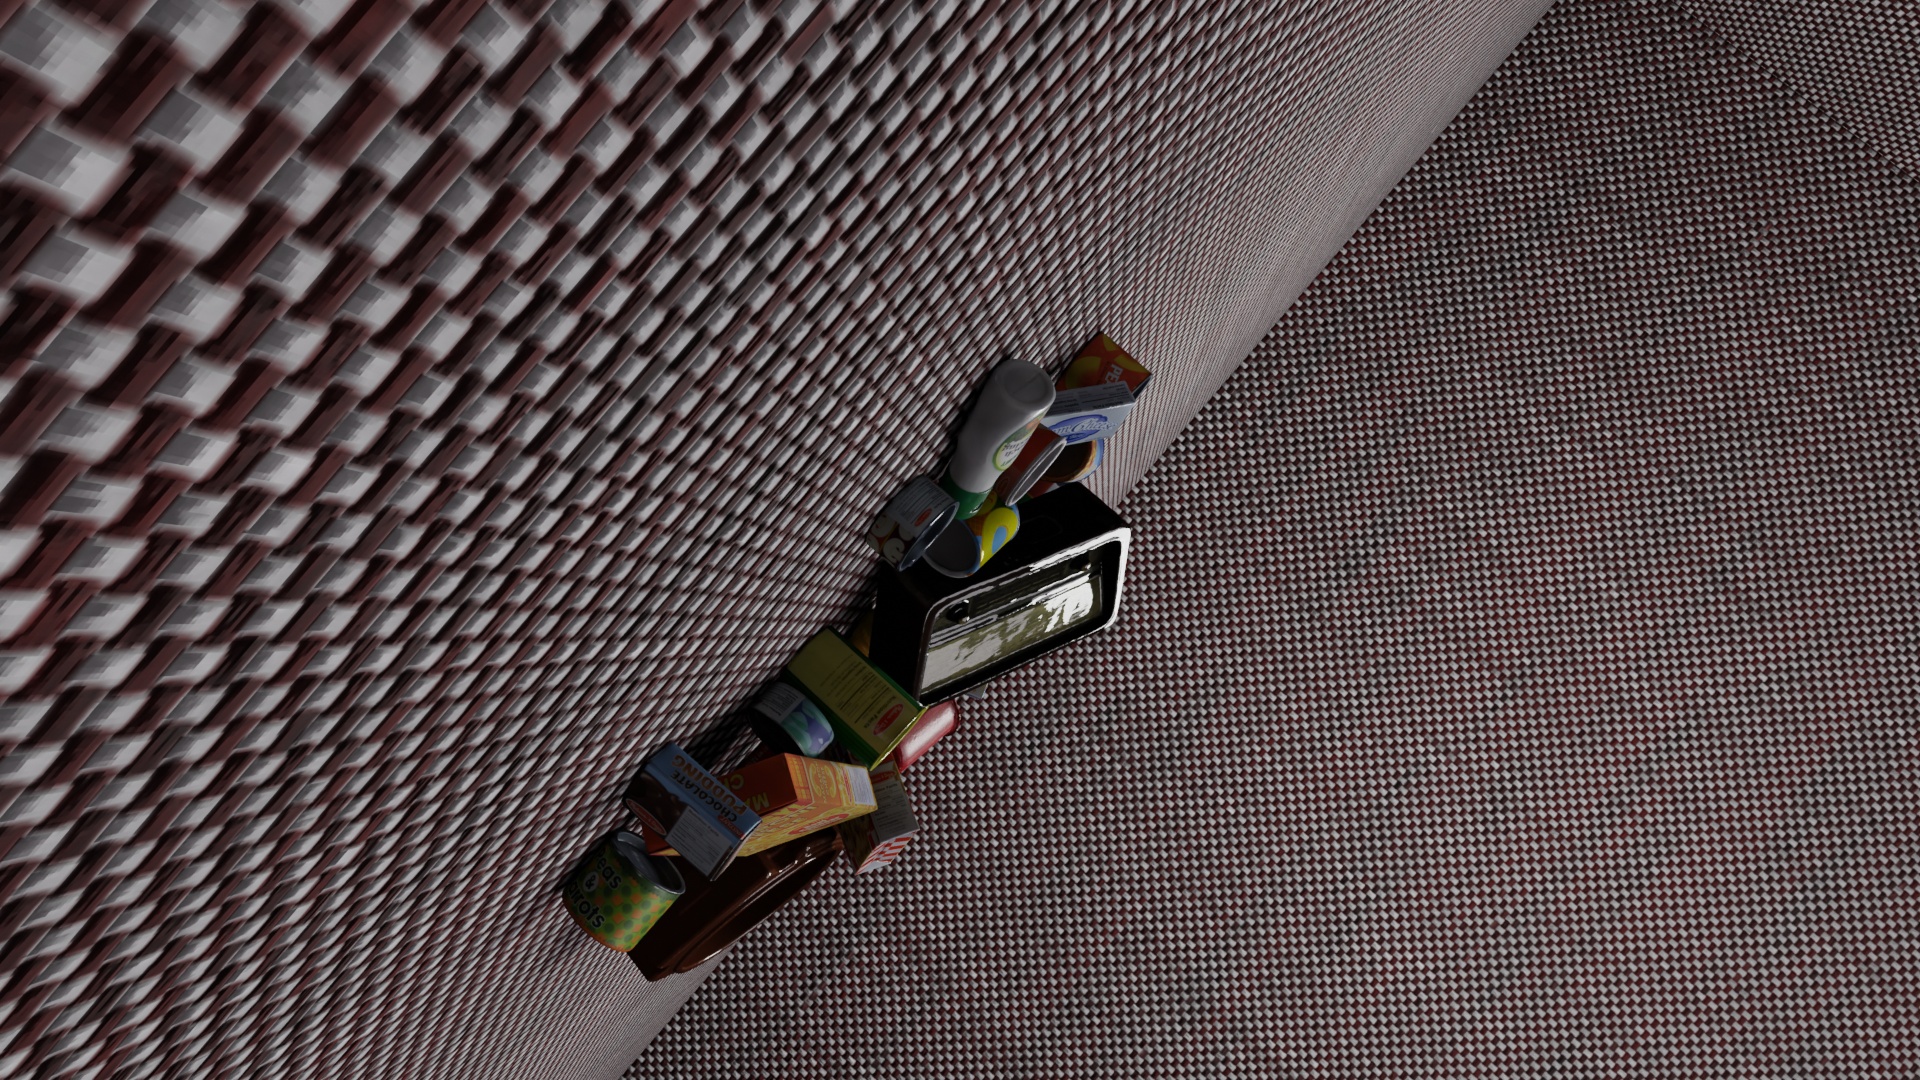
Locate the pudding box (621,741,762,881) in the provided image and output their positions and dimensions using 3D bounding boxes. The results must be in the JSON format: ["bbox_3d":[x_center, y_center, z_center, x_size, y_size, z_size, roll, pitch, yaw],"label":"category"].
[{"bbox_3d":[-0.180,0.181,0.928,0.049,0.084,0.030,-54,174,33],"label":"pudding box"}]

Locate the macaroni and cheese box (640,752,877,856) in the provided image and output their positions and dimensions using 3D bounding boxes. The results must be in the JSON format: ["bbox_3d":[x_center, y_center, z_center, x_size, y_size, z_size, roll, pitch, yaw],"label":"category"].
[{"bbox_3d":[-0.150,0.205,1.060,0.123,0.040,0.166,-21,163,11],"label":"macaroni and cheese box"}]

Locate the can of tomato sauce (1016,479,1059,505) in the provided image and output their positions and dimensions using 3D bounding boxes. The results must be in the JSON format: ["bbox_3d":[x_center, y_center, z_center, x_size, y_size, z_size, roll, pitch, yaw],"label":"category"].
[{"bbox_3d":[0.053,-0.025,1.336,0.083,0.071,0.071,-46,172,-16],"label":"can of tomato sauce"}]

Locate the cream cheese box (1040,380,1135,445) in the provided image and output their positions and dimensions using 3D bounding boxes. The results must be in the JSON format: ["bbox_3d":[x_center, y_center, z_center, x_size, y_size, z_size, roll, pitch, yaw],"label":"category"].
[{"bbox_3d":[0.086,-0.099,1.123,0.104,0.024,0.053,-12,154,-26],"label":"cream cheese box"}]

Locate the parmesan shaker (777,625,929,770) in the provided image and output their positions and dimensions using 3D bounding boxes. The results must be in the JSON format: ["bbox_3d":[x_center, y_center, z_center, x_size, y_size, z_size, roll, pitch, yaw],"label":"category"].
[{"bbox_3d":[-0.086,0.124,1.115,0.071,0.103,0.071,-47,173,-8],"label":"parmesan shaker"}]

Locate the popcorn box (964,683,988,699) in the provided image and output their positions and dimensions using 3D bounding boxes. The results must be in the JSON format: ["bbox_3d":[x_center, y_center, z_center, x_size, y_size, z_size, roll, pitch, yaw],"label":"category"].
[{"bbox_3d":[0.002,0.078,1.321,0.038,0.085,0.127,136,-25,-83],"label":"popcorn box"}]

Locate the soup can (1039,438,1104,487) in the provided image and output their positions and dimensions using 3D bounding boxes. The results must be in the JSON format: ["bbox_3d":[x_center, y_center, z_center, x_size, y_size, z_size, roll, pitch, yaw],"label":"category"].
[{"bbox_3d":[0.091,-0.081,1.241,0.071,0.071,0.084,-50,172,11],"label":"soup can"}]

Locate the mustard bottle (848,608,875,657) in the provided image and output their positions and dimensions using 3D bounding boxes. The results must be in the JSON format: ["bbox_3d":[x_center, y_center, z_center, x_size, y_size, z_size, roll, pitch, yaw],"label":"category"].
[{"bbox_3d":[-0.076,0.096,1.246,0.065,0.049,0.159,-52,175,-28],"label":"mustard bottle"}]

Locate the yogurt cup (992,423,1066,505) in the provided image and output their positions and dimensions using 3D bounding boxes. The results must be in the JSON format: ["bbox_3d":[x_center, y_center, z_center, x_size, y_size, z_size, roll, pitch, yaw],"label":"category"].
[{"bbox_3d":[0.039,-0.068,1.058,0.072,0.054,0.072,-48,173,-8],"label":"yogurt cup"}]

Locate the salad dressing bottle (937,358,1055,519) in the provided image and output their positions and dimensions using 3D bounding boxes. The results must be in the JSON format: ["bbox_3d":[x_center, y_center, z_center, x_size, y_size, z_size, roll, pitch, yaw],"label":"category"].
[{"bbox_3d":[0.020,-0.068,0.986,0.064,0.044,0.147,-42,171,-35],"label":"salad dressing bottle"}]

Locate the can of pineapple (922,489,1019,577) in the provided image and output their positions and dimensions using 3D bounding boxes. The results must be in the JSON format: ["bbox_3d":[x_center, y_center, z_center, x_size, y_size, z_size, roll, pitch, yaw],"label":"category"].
[{"bbox_3d":[0.004,-0.014,1.091,0.058,0.071,0.070,-42,170,-43],"label":"can of pineapple"}]

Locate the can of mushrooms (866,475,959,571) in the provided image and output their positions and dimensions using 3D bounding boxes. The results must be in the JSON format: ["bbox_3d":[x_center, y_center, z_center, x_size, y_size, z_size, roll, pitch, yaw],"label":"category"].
[{"bbox_3d":[-0.035,-0.011,0.994,0.071,0.033,0.071,-49,173,-8],"label":"can of mushrooms"}]

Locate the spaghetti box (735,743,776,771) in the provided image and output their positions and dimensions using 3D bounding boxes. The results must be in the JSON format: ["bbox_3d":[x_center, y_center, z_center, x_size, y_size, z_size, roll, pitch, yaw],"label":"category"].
[{"bbox_3d":[-0.131,0.161,1.339,0.251,0.029,0.050,-44,172,-33],"label":"spaghetti box"}]

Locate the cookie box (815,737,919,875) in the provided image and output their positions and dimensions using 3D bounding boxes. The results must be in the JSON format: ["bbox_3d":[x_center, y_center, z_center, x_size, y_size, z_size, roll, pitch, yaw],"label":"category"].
[{"bbox_3d":[-0.092,0.192,1.204,0.040,0.168,0.122,-14,159,-21],"label":"cookie box"}]

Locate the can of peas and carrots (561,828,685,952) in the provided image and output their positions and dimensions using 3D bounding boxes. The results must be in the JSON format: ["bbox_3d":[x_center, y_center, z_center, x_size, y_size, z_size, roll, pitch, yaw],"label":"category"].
[{"bbox_3d":[-0.242,0.249,0.991,0.059,0.071,0.071,-48,173,-1],"label":"can of peas and carrots"}]

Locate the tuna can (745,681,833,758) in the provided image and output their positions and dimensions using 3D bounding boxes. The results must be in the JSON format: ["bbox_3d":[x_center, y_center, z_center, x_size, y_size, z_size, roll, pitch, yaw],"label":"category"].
[{"bbox_3d":[-0.132,0.146,1.086,0.033,0.071,0.070,-46,172,-27],"label":"tuna can"}]

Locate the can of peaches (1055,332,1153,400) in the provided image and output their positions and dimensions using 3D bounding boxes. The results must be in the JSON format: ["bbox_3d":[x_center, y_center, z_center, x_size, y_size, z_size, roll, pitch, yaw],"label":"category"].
[{"bbox_3d":[0.123,-0.136,1.194,0.071,0.058,0.071,-47,173,-8],"label":"can of peaches"}]
